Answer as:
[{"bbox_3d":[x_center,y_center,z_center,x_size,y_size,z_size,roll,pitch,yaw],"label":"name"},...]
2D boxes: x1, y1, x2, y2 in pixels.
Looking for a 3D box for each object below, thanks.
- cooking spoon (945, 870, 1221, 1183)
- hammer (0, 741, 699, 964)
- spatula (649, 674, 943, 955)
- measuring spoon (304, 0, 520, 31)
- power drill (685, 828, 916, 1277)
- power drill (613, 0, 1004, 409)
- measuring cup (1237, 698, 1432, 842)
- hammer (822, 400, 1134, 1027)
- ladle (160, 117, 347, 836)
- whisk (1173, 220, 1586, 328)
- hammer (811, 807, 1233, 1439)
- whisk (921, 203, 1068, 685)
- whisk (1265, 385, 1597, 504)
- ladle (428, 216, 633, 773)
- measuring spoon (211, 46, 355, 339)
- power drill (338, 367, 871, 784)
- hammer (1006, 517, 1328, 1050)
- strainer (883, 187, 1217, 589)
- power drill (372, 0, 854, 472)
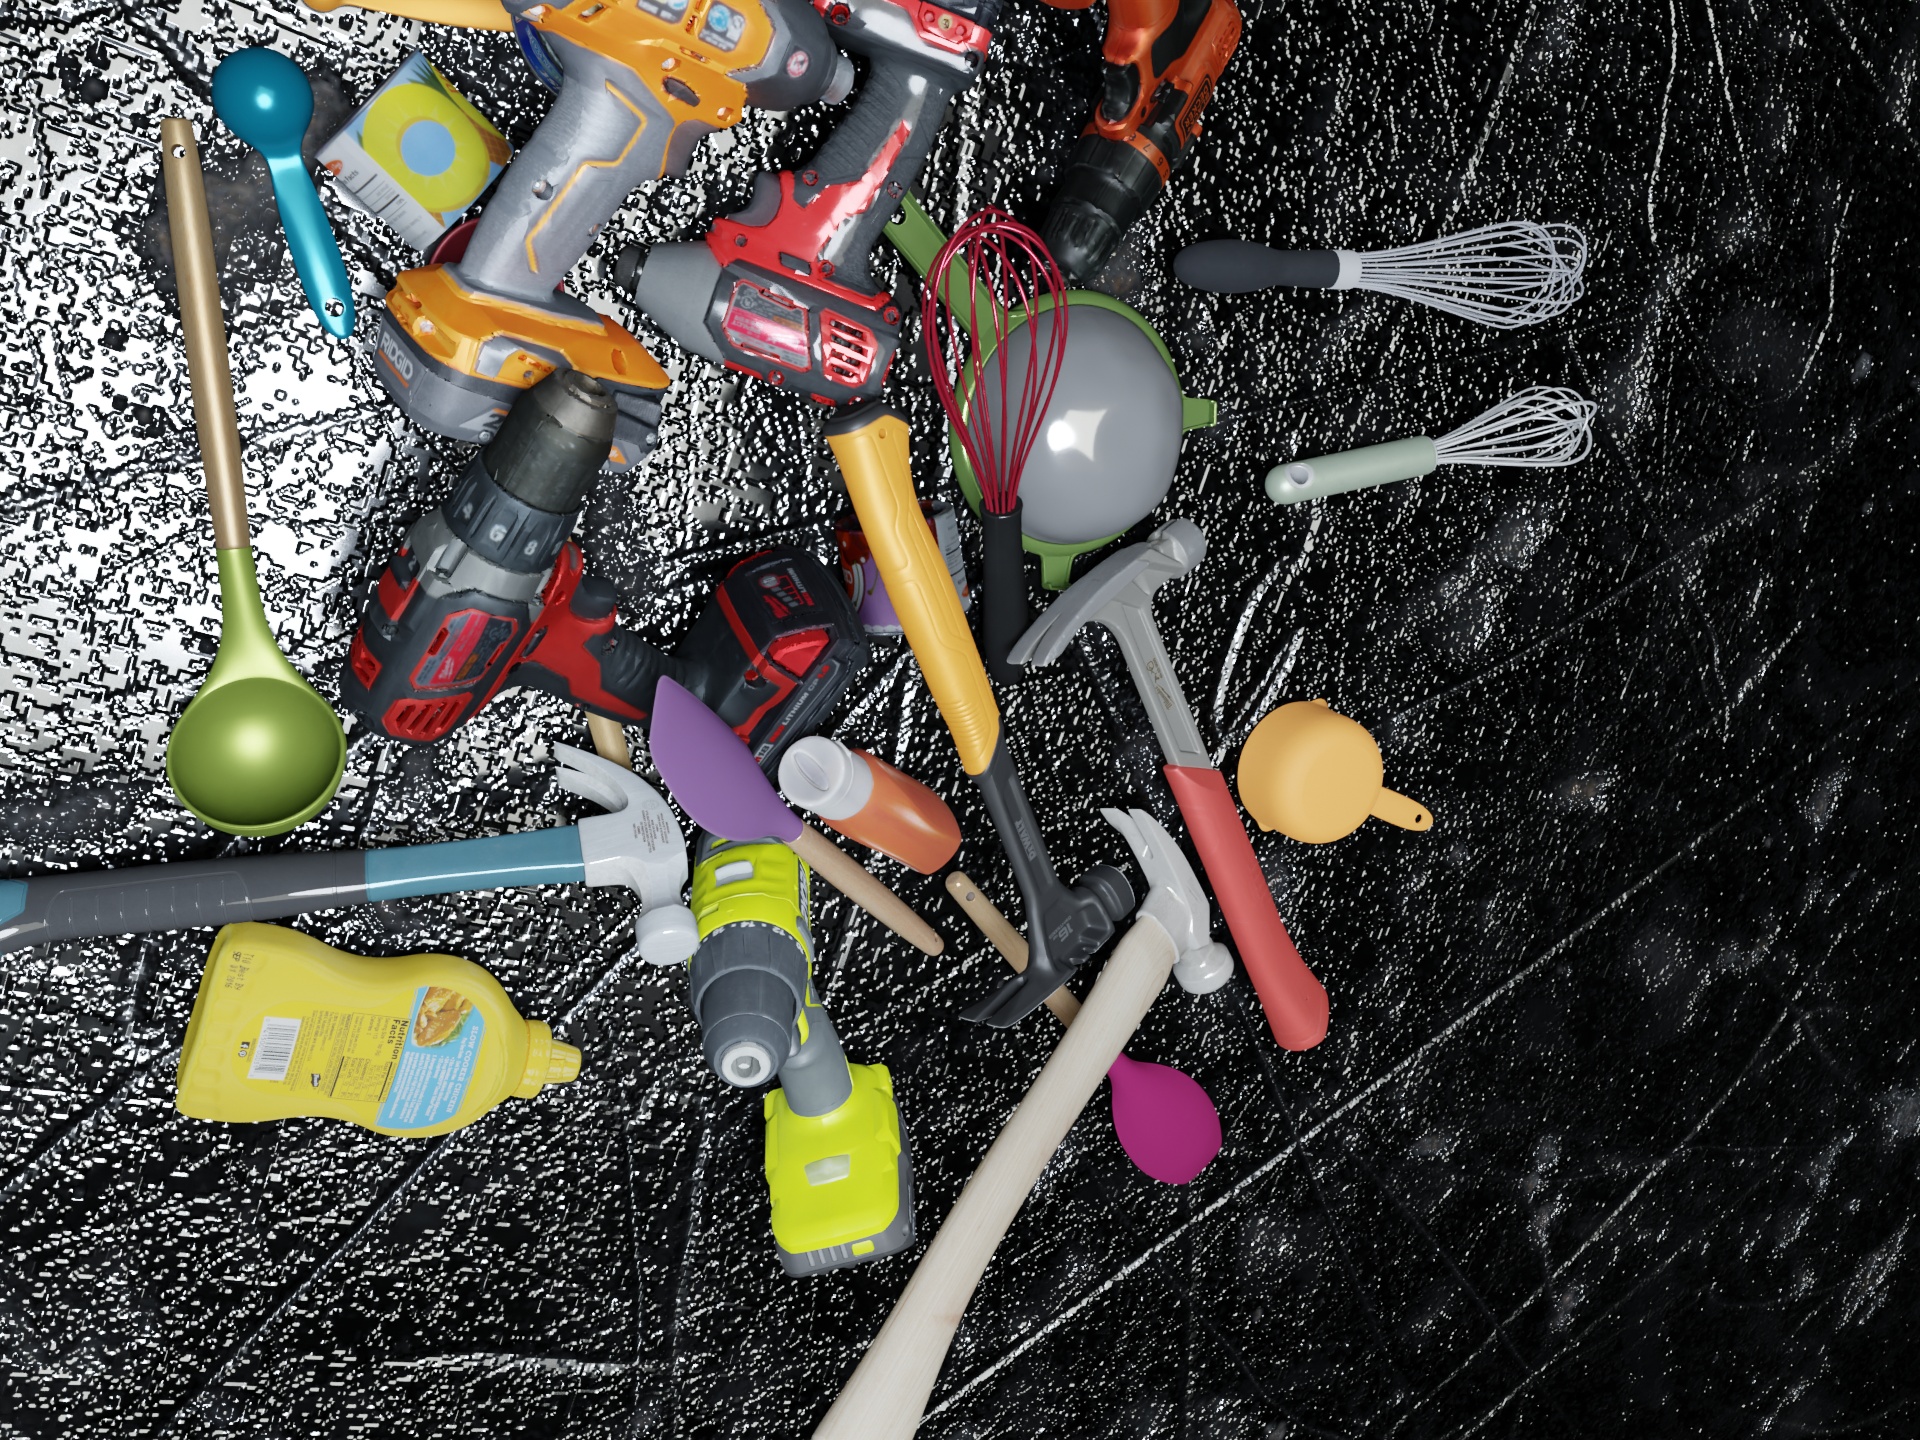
[{"bbox_3d":[0.083,0.203,1.028,0.069,0.017,0.318,-44,119,-9],"label":"cooking spoon"},{"bbox_3d":[-0.299,0.077,0.764,0.331,0.128,0.033,-5,138,-15],"label":"hammer"},{"bbox_3d":[-0.077,0.069,0.837,0.315,0.018,0.060,48,38,-54],"label":"spatula"},{"bbox_3d":[-0.237,-0.327,0.721,0.117,0.011,0.021,-5,107,-26],"label":"measuring spoon"},{"bbox_3d":[-0.089,0.183,0.846,0.080,0.191,0.228,-15,118,1],"label":"power drill"},{"bbox_3d":[-0.074,-0.274,0.773,0.143,0.079,0.219,19,102,-8],"label":"power drill"},{"bbox_3d":[0.265,0.049,1.050,0.173,0.052,0.095,21,95,-27],"label":"measuring cup"},{"bbox_3d":[-0.001,-0.003,0.828,0.127,0.034,0.336,-39,118,-36],"label":"hammer"},{"bbox_3d":[-0.333,-0.103,0.718,0.078,0.062,0.320,-6,105,-19],"label":"ladle"},{"bbox_3d":[0.256,-0.269,0.955,0.284,0.070,0.070,-5,107,-19],"label":"whisk"},{"bbox_3d":[0.036,0.229,0.901,0.411,0.038,0.146,-51,123,-36],"label":"hammer"},{"bbox_3d":[0.021,-0.129,0.833,0.073,0.073,0.295,-23,137,-18],"label":"whisk"},{"bbox_3d":[0.302,-0.170,1.012,0.246,0.059,0.058,-14,74,-18],"label":"whisk"},{"bbox_3d":[-0.203,-0.091,0.800,0.069,0.031,0.315,-21,115,-25],"label":"ladle"},{"bbox_3d":[-0.297,-0.235,0.713,0.042,0.021,0.128,-20,111,-19],"label":"measuring spoon"},{"bbox_3d":[-0.151,-0.058,0.742,0.226,0.080,0.188,13,124,-45],"label":"power drill"},{"bbox_3d":[0.149,0.066,0.972,0.149,0.037,0.358,-40,118,-30],"label":"hammer"},{"bbox_3d":[0.042,-0.194,0.862,0.151,0.069,0.256,-48,120,-6],"label":"strainer"},{"bbox_3d":[-0.145,-0.227,0.688,0.164,0.084,0.226,6,121,-45],"label":"power drill"}]
